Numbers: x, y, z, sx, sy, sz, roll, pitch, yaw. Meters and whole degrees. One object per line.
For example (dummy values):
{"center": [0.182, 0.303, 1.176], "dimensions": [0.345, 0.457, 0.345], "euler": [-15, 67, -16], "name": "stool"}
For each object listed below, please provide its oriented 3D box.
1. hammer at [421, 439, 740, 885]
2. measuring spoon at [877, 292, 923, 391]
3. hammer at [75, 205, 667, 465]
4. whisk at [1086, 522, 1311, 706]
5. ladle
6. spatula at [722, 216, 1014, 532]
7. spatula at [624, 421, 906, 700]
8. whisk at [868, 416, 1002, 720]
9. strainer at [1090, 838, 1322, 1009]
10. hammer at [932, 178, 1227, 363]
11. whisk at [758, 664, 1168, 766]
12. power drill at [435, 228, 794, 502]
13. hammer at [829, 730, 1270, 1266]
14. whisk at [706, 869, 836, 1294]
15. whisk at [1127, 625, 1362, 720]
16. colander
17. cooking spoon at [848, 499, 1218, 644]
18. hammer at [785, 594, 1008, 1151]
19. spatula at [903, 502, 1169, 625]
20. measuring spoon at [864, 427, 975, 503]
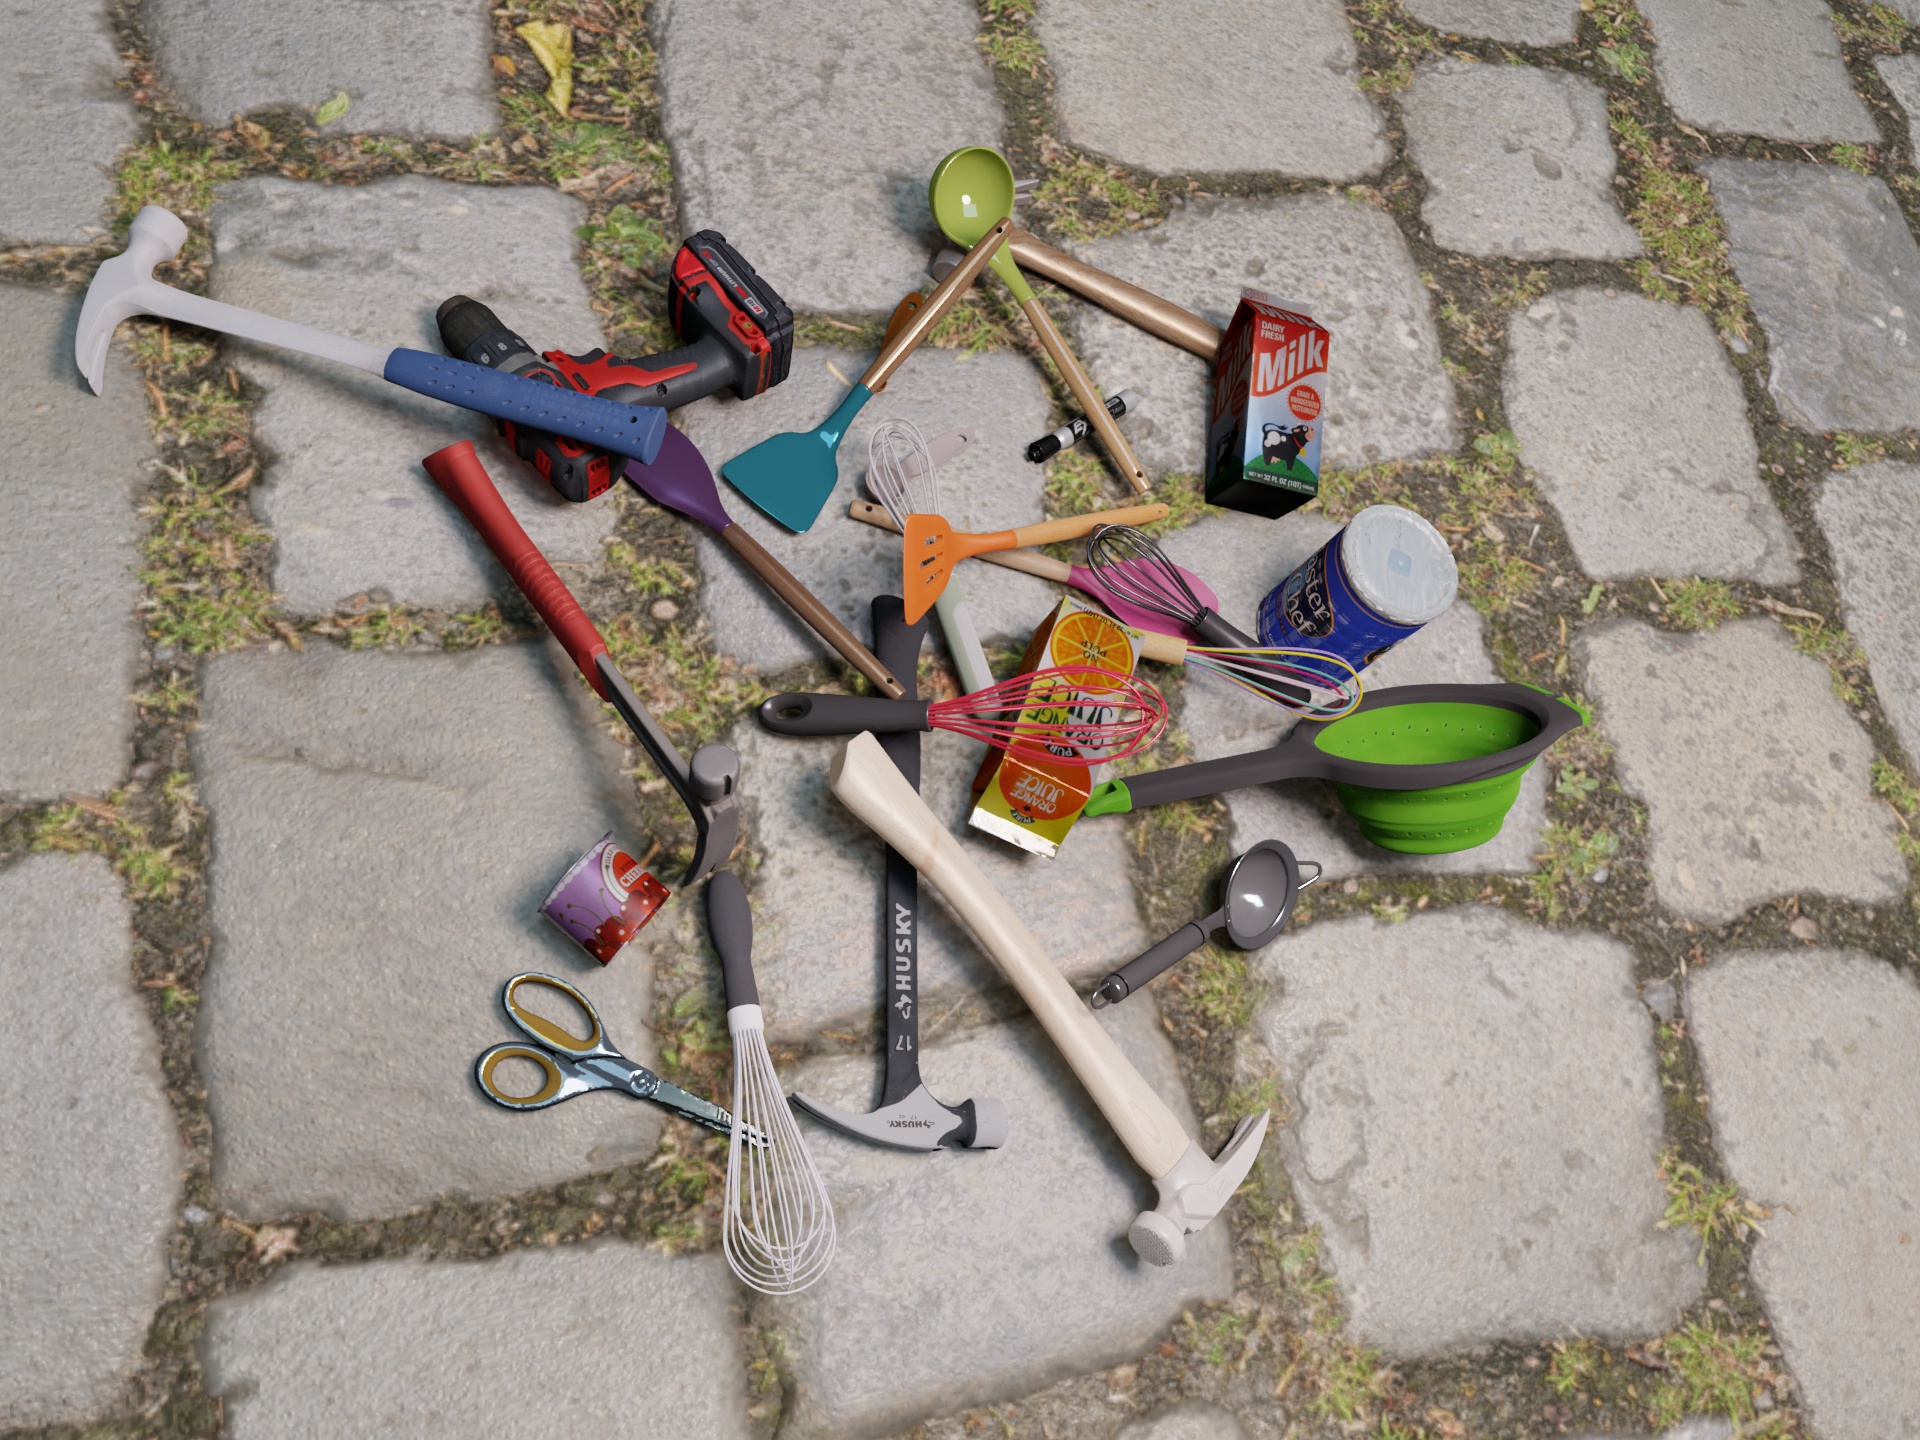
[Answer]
{"center": [-0.264, -0.054, 1.094], "dimensions": [0.037, 0.149, 0.359], "euler": [-29, 70, -28], "name": "hammer"}
{"center": [-0.055, -0.314, 1.321], "dimensions": [0.021, 0.011, 0.117], "euler": [27, 59, -9], "name": "measuring spoon"}
{"center": [-0.406, -0.244, 1.099], "dimensions": [0.405, 0.035, 0.144], "euler": [16, 65, 1], "name": "hammer"}
{"center": [0.194, -0.081, 1.282], "dimensions": [0.238, 0.055, 0.055], "euler": [35, 61, -16], "name": "whisk"}
{"center": [0.074, -0.329, 1.317], "dimensions": [0.078, 0.062, 0.320], "euler": [-31, 89, -16], "name": "ladle"}
{"center": [-0.057, -0.284, 1.256], "dimensions": [0.082, 0.044, 0.317], "euler": [38, 82, 2], "name": "spatula"}
{"center": [-0.154, -0.126, 1.185], "dimensions": [0.316, 0.018, 0.060], "euler": [44, 60, 10], "name": "spatula"}
{"center": [-0.017, -0.115, 1.218], "dimensions": [0.058, 0.059, 0.246], "euler": [-16, 85, -48], "name": "whisk"}
{"center": [0.176, 0.151, 1.168], "dimensions": [0.258, 0.050, 0.086], "euler": [-24, 115, -42], "name": "strainer"}
{"center": [0.142, -0.375, 1.405], "dimensions": [0.331, 0.031, 0.130], "euler": [23, 63, -10], "name": "hammer"}
{"center": [-0.002, -0.004, 1.123], "dimensions": [0.296, 0.073, 0.073], "euler": [0, 65, 12], "name": "whisk"}
{"center": [-0.259, -0.281, 1.193], "dimensions": [0.227, 0.080, 0.188], "euler": [-35, 75, -25], "name": "power drill"}
{"center": [0.056, 0.172, 1.112], "dimensions": [0.410, 0.038, 0.146], "euler": [52, 50, 0], "name": "hammer"}
{"center": [-0.136, 0.226, 1.030], "dimensions": [0.070, 0.070, 0.285], "euler": [-2, 59, -21], "name": "whisk"}
{"center": [0.197, -0.044, 1.260], "dimensions": [0.245, 0.047, 0.051], "euler": [14, 52, 2], "name": "whisk"}
{"center": [0.288, 0.060, 1.242], "dimensions": [0.397, 0.205, 0.094], "euler": [-11, 107, -8], "name": "colander"}
{"center": [0.063, -0.125, 1.279], "dimensions": [0.318, 0.017, 0.069], "euler": [16, 75, -14], "name": "cooking spoon"}
{"center": [-0.048, 0.098, 1.138], "dimensions": [0.149, 0.036, 0.409], "euler": [5, 67, -17], "name": "hammer"}
{"center": [0.062, -0.141, 1.232], "dimensions": [0.322, 0.041, 0.081], "euler": [-16, 114, -41], "name": "spatula"}
{"center": [-0.032, -0.206, 1.284], "dimensions": [0.124, 0.018, 0.034], "euler": [-36, 82, -35], "name": "measuring spoon"}
